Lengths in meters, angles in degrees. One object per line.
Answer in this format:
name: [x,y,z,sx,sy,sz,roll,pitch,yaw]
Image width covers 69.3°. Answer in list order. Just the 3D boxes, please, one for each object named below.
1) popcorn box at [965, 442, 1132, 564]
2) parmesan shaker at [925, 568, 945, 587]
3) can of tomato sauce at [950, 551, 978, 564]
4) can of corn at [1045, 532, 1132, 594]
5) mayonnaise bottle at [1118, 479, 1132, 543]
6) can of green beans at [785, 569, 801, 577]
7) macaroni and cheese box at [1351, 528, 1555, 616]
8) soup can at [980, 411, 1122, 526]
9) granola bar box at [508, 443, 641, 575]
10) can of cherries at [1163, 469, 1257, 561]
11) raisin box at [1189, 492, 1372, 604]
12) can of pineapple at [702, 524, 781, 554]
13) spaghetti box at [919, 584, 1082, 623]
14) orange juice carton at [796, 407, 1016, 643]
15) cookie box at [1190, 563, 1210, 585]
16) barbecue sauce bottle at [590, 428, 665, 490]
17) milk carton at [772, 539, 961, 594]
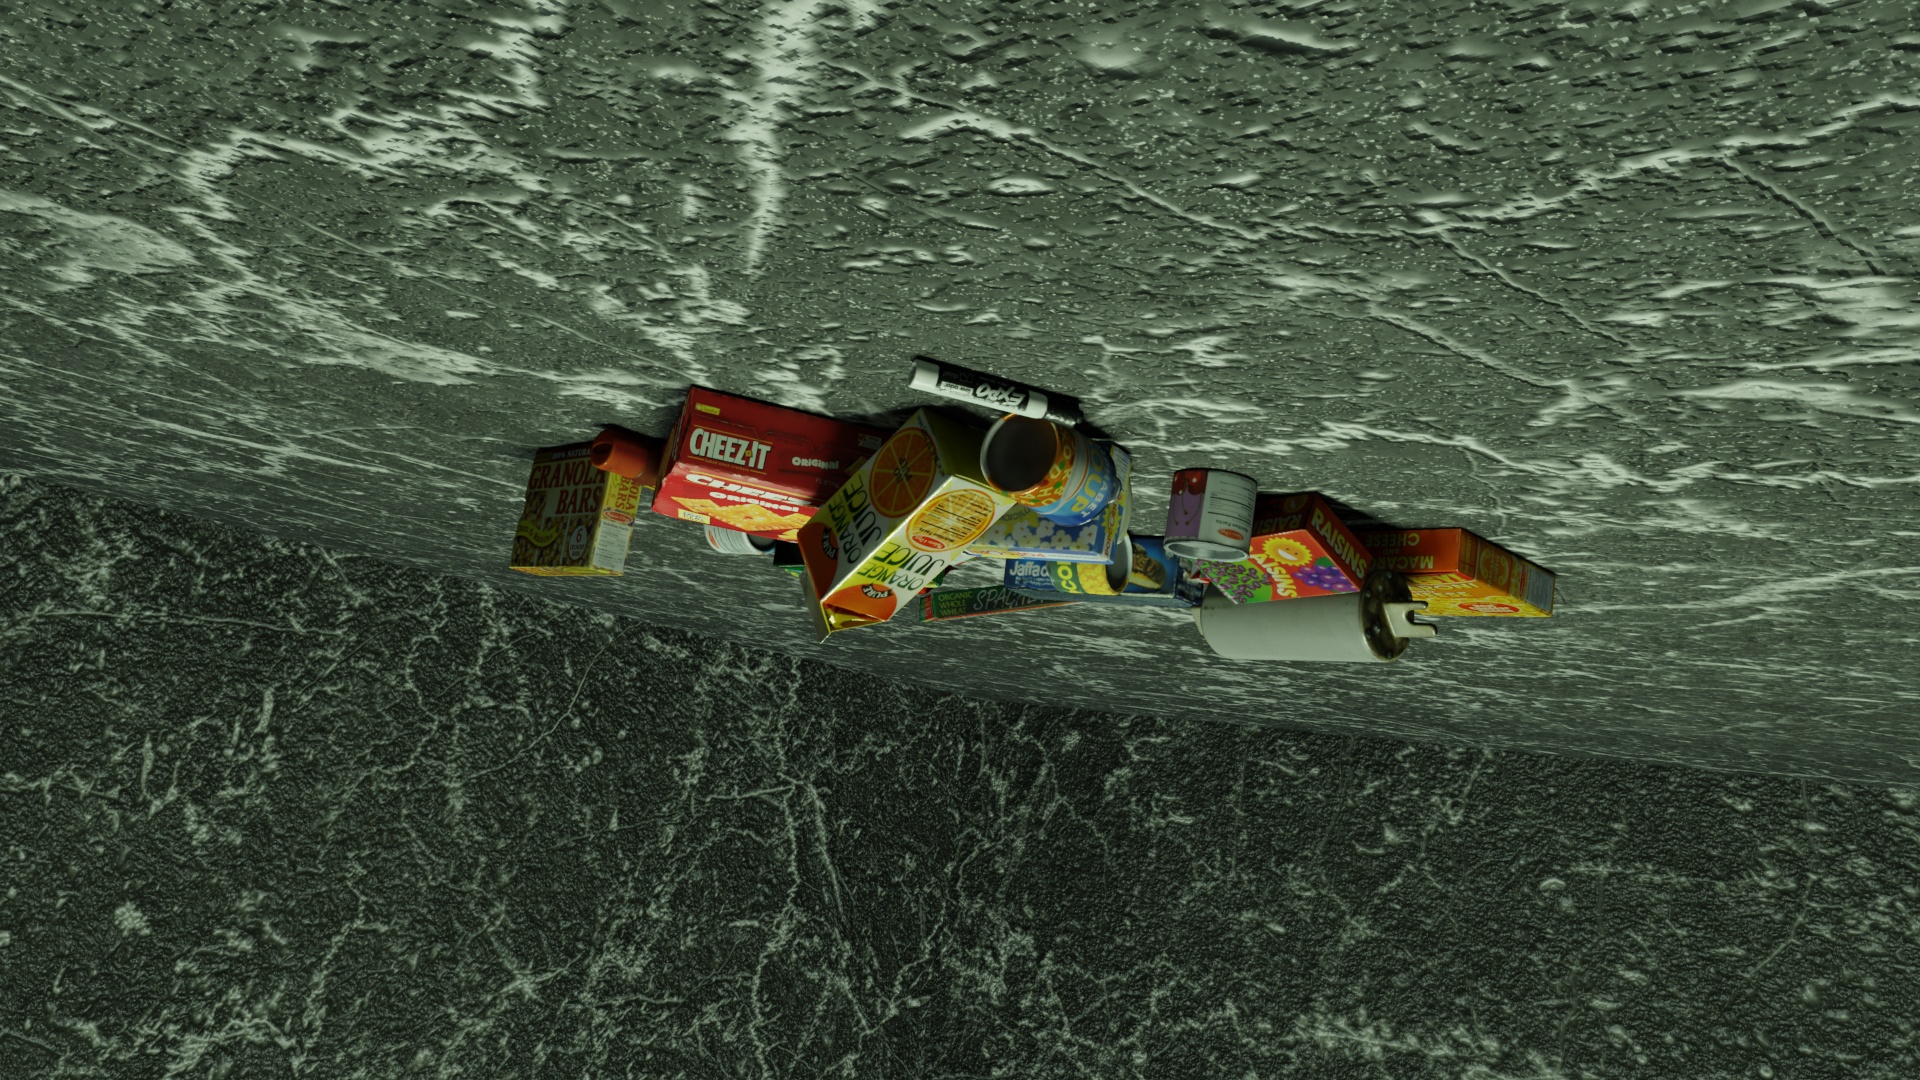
popcorn box: [0.061,-0.029,1.052,0.126,0.085,0.038,3,166,34]
parmesan shaker: [-0.036,-0.018,1.156,0.071,0.103,0.071,9,169,2]
can of tomato sauce: [0.004,-0.016,1.245,0.071,0.071,0.083,12,170,-13]
can of corn: [0.122,0.018,1.308,0.058,0.071,0.071,2,167,31]
mayonnaise bottle: [0.096,-0.023,1.135,0.041,0.065,0.148,8,174,-13]
can of green beans: [-0.163,0.014,1.556,0.071,0.071,0.057,5,168,22]
macaroni and cheese box: [0.411,0.030,1.188,0.166,0.040,0.123,18,166,-40]
soup can: [0.065,-0.052,0.980,0.071,0.071,0.083,3,167,33]
granola bar box: [-0.371,-0.029,1.341,0.039,0.124,0.165,20,165,-41]
can of cherries: [0.191,-0.019,1.070,0.071,0.058,0.071,8,170,2]
raisin box: [0.252,0.009,1.115,0.123,0.040,0.086,-10,136,48]
can of pineapple: [-0.221,-0.020,1.432,0.058,0.071,0.071,2,167,36]
spaghetti box: [0.080,0.059,1.484,0.251,0.028,0.050,-6,174,-18]
orange juice carton: [-0.055,-0.005,1.046,0.073,0.072,0.192,21,126,-44]
cookie box: [0.320,0.034,1.298,0.167,0.040,0.122,16,168,-26]
barbecue sauce bottle: [-0.270,-0.065,1.283,0.065,0.044,0.148,0,166,41]
milk carton: [-0.093,0.012,1.456,0.190,0.073,0.072,17,167,-37]
